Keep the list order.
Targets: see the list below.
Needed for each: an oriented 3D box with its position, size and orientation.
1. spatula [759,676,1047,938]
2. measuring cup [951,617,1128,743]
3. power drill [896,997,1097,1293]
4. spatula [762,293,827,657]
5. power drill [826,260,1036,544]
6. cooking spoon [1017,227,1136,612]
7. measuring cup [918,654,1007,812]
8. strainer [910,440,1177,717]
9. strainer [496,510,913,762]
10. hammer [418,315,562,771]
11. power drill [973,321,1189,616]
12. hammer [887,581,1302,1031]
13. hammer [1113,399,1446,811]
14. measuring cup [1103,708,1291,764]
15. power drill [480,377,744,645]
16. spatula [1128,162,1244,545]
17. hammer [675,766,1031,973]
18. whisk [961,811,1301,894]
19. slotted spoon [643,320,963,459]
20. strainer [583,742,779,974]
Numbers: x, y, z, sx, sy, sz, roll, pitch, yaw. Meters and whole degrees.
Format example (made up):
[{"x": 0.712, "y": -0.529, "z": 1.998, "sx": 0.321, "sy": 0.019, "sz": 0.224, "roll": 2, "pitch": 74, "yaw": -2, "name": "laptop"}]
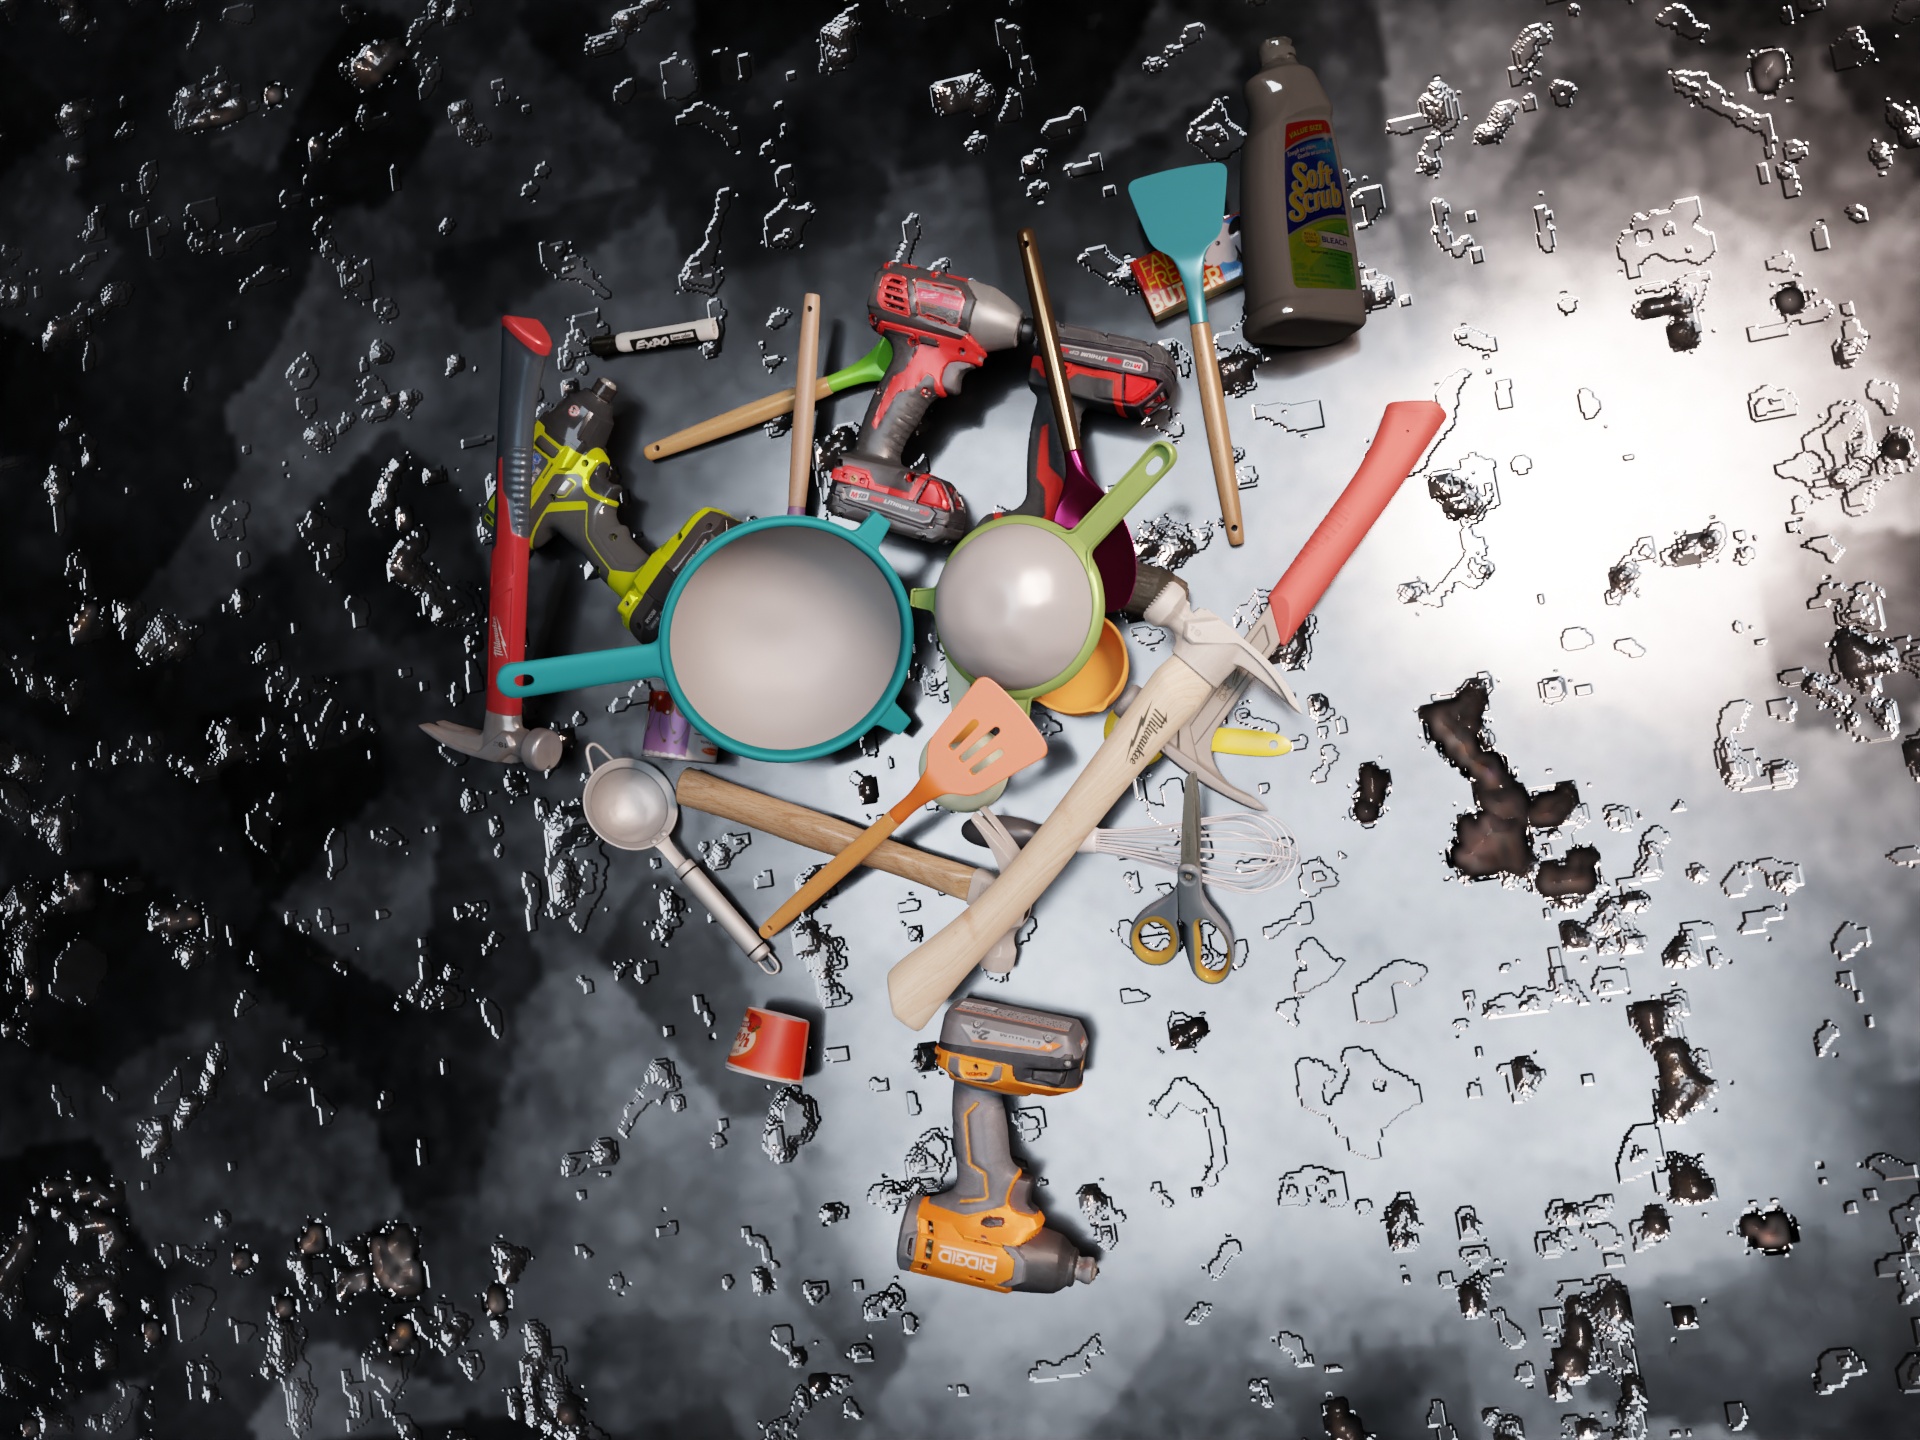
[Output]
[{"x": -0.064, "y": 0.090, "z": 1.316, "sx": 0.081, "sy": 0.041, "sz": 0.322, "roll": 49, "pitch": 120, "yaw": 2, "name": "spatula"}, {"x": 0.062, "y": -0.025, "z": 1.337, "sx": 0.173, "sy": 0.052, "sz": 0.095, "roll": -31, "pitch": 80, "yaw": 8, "name": "measuring cup"}, {"x": 0.044, "y": 0.356, "z": 1.305, "sx": 0.164, "sy": 0.084, "sz": 0.226, "roll": 9, "pitch": 92, "yaw": 11, "name": "power drill"}, {"x": -0.139, "y": -0.213, "z": 1.394, "sx": 0.060, "sy": 0.018, "sz": 0.316, "roll": 5, "pitch": 95, "yaw": 7, "name": "spatula"}, {"x": -0.025, "y": -0.265, "z": 1.342, "sx": 0.143, "sy": 0.078, "sz": 0.219, "roll": 16, "pitch": 98, "yaw": 9, "name": "power drill"}, {"x": 0.086, "y": -0.243, "z": 1.289, "sx": 0.069, "sy": 0.017, "sz": 0.319, "roll": -13, "pitch": 89, "yaw": 25, "name": "cooking spoon"}, {"x": -0.002, "y": -0.004, "z": 1.356, "sx": 0.083, "sy": 0.038, "sz": 0.167, "roll": -5, "pitch": 87, "yaw": 11, "name": "measuring cup"}, {"x": 0.070, "y": -0.127, "z": 1.256, "sx": 0.256, "sy": 0.069, "sz": 0.151, "roll": -46, "pitch": 73, "yaw": 21, "name": "strainer"}, {"x": -0.213, "y": -0.067, "z": 1.335, "sx": 0.340, "sy": 0.095, "sz": 0.211, "roll": -9, "pitch": 110, "yaw": -10, "name": "strainer"}, {"x": -0.404, "y": -0.156, "z": 1.388, "sx": 0.143, "sy": 0.038, "sz": 0.386, "roll": 12, "pitch": 104, "yaw": 26, "name": "hammer"}, {"x": 0.119, "y": -0.200, "z": 1.329, "sx": 0.188, "sy": 0.080, "sz": 0.226, "roll": 16, "pitch": 92, "yaw": 12, "name": "power drill"}, {"x": 0.092, "y": 0.092, "z": 1.273, "sx": 0.146, "sy": 0.038, "sz": 0.410, "roll": 40, "pitch": 96, "yaw": 0, "name": "hammer"}, {"x": 0.286, "y": -0.105, "z": 1.296, "sx": 0.149, "sy": 0.036, "sz": 0.359, "roll": 36, "pitch": 90, "yaw": 2, "name": "hammer"}, {"x": 0.195, "y": 0.014, "z": 1.320, "sx": 0.156, "sy": 0.029, "sz": 0.062, "roll": 5, "pitch": 87, "yaw": 13, "name": "measuring cup"}, {"x": -0.300, "y": -0.182, "z": 1.407, "sx": 0.223, "sy": 0.080, "sz": 0.171, "roll": 39, "pitch": 100, "yaw": 14, "name": "power drill"}, {"x": 0.205, "y": -0.304, "z": 1.326, "sx": 0.082, "sy": 0.044, "sz": 0.317, "roll": -9, "pitch": 96, "yaw": 8, "name": "spatula"}, {"x": -0.094, "y": 0.103, "z": 1.360, "sx": 0.331, "sy": 0.031, "sz": 0.130, "roll": 18, "pitch": 110, "yaw": 16, "name": "hammer"}, {"x": 0.137, "y": 0.102, "z": 1.317, "sx": 0.284, "sy": 0.070, "sz": 0.070, "roll": 3, "pitch": 87, "yaw": 17, "name": "whisk"}, {"x": -0.140, "y": -0.291, "z": 1.411, "sx": 0.314, "sy": 0.031, "sz": 0.070, "roll": -19, "pitch": 86, "yaw": 12, "name": "slotted spoon"}, {"x": -0.248, "y": 0.127, "z": 1.397, "sx": 0.258, "sy": 0.050, "sz": 0.087, "roll": 48, "pitch": 52, "yaw": 5, "name": "strainer"}]
